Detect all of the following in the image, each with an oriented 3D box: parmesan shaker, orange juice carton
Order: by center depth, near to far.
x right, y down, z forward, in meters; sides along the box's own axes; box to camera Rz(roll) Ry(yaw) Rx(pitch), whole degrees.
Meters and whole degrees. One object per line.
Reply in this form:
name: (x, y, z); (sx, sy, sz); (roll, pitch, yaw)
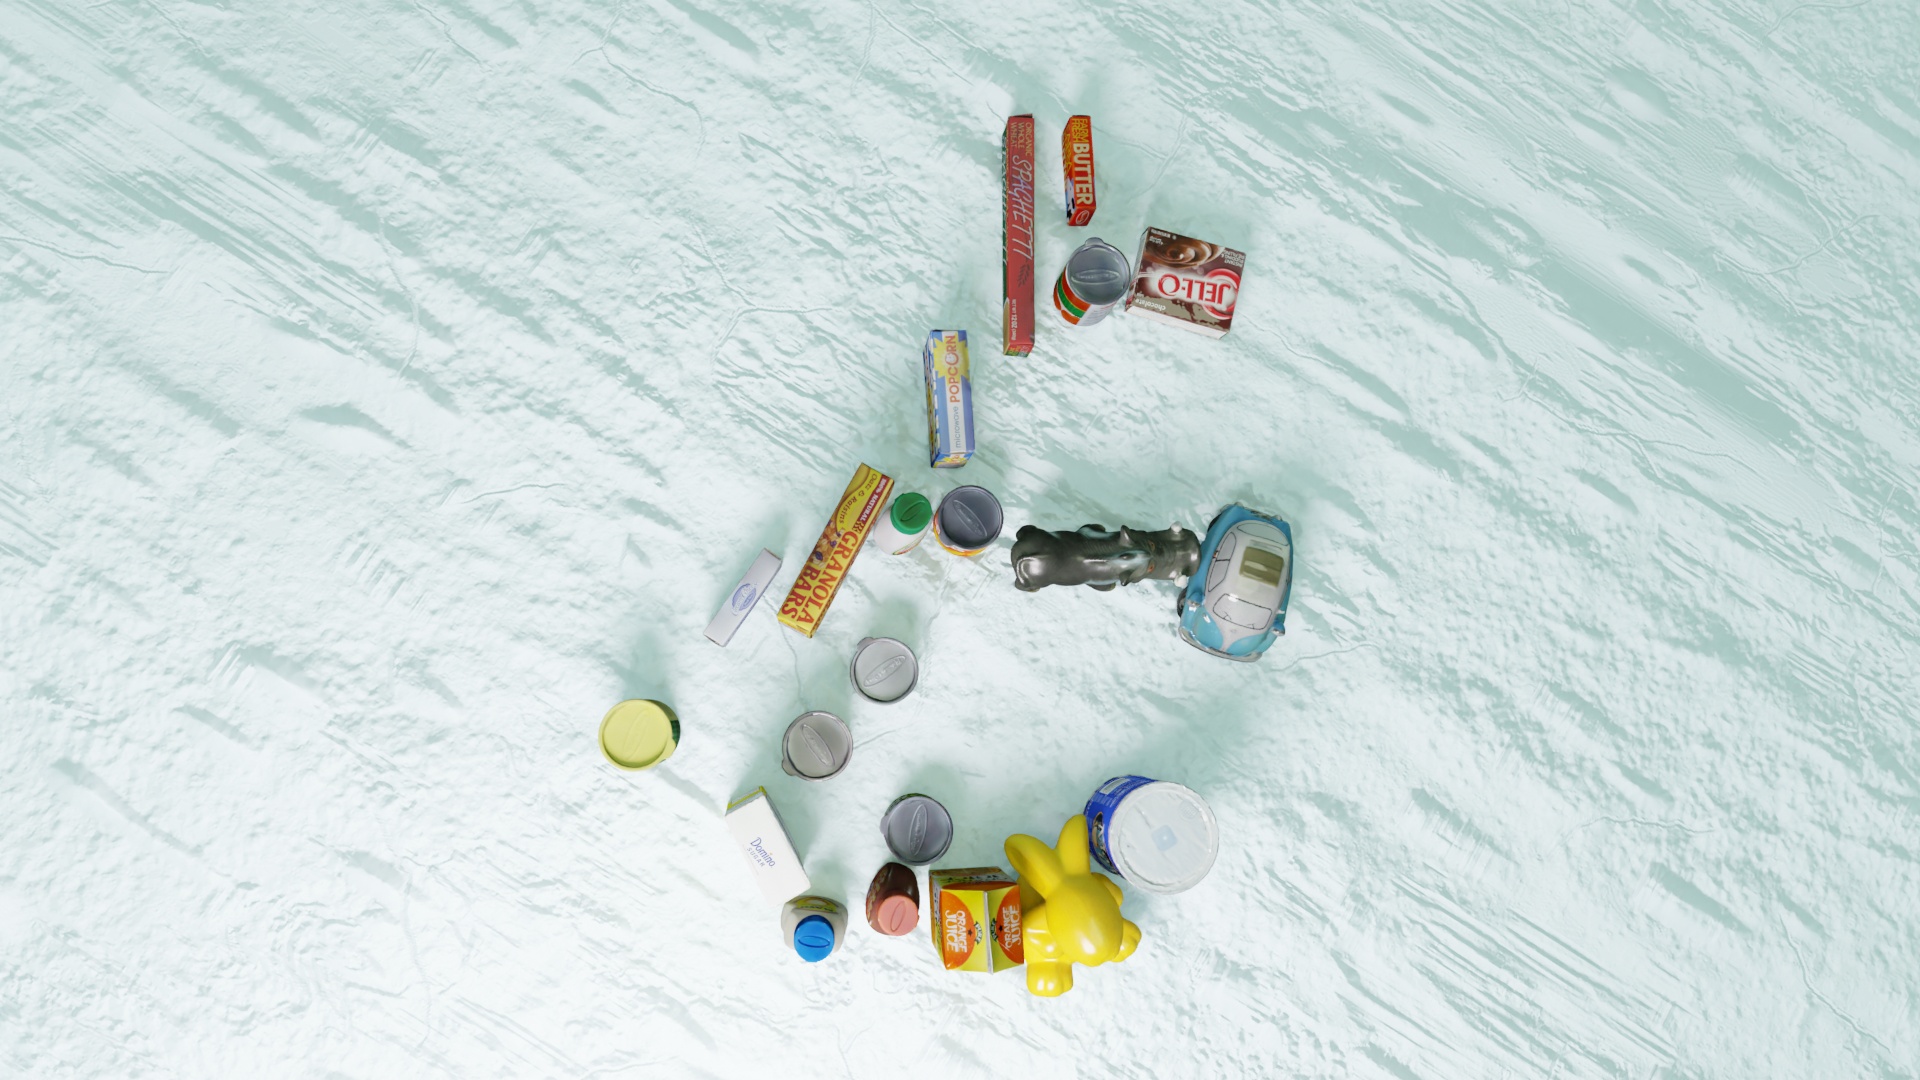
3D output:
orange juice carton: (0.015, 0.348, 1.282); (0.073, 0.192, 0.072); (-2, 83, -6)
parmesan shaker: (-0.299, 0.185, 1.314); (0.071, 0.103, 0.071); (1, 83, -6)

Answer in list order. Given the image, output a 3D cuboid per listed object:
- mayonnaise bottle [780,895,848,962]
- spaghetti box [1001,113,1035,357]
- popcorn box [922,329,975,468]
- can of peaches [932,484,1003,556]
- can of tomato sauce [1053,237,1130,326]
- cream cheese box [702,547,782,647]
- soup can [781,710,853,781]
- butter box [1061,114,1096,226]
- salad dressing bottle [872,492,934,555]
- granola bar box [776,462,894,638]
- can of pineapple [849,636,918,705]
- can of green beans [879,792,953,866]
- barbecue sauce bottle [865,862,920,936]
mayonnaise bottle: (-0.135, 0.359, 1.286); (0.065, 0.148, 0.041); (8, 82, -5)
spaghetti box: (0.060, -0.318, 1.448); (0.029, 0.050, 0.250); (1, 82, -6)
popcorn box: (-0.012, -0.141, 1.398); (0.038, 0.085, 0.127); (-3, 83, -7)
can of peaches: (0.005, -0.018, 1.398); (0.071, 0.058, 0.071); (1, 83, -6)
can of tomato sauce: (0.133, -0.265, 1.432); (0.071, 0.083, 0.071); (1, 83, -6)
cream cheese box: (-0.213, 0.057, 1.366); (0.024, 0.053, 0.104); (35, 80, -1)
soup can: (-0.140, 0.199, 1.340); (0.071, 0.083, 0.071); (1, 83, -6)
butter box: (0.124, -0.389, 1.463); (0.024, 0.053, 0.103); (-2, 83, -6)
salad dressing bottle: (-0.053, -0.018, 1.346); (0.064, 0.147, 0.044); (-38, 88, -9)
granola bar box: (-0.121, 0.013, 1.346); (0.039, 0.124, 0.166); (28, 81, -2)
can of pineapple: (-0.076, 0.128, 1.369); (0.071, 0.058, 0.071); (1, 83, -6)
can of green beans: (-0.043, 0.280, 1.353); (0.071, 0.057, 0.071); (1, 83, -6)
barbecue sauce bottle: (-0.062, 0.340, 1.297); (0.044, 0.148, 0.065); (22, 81, -3)
